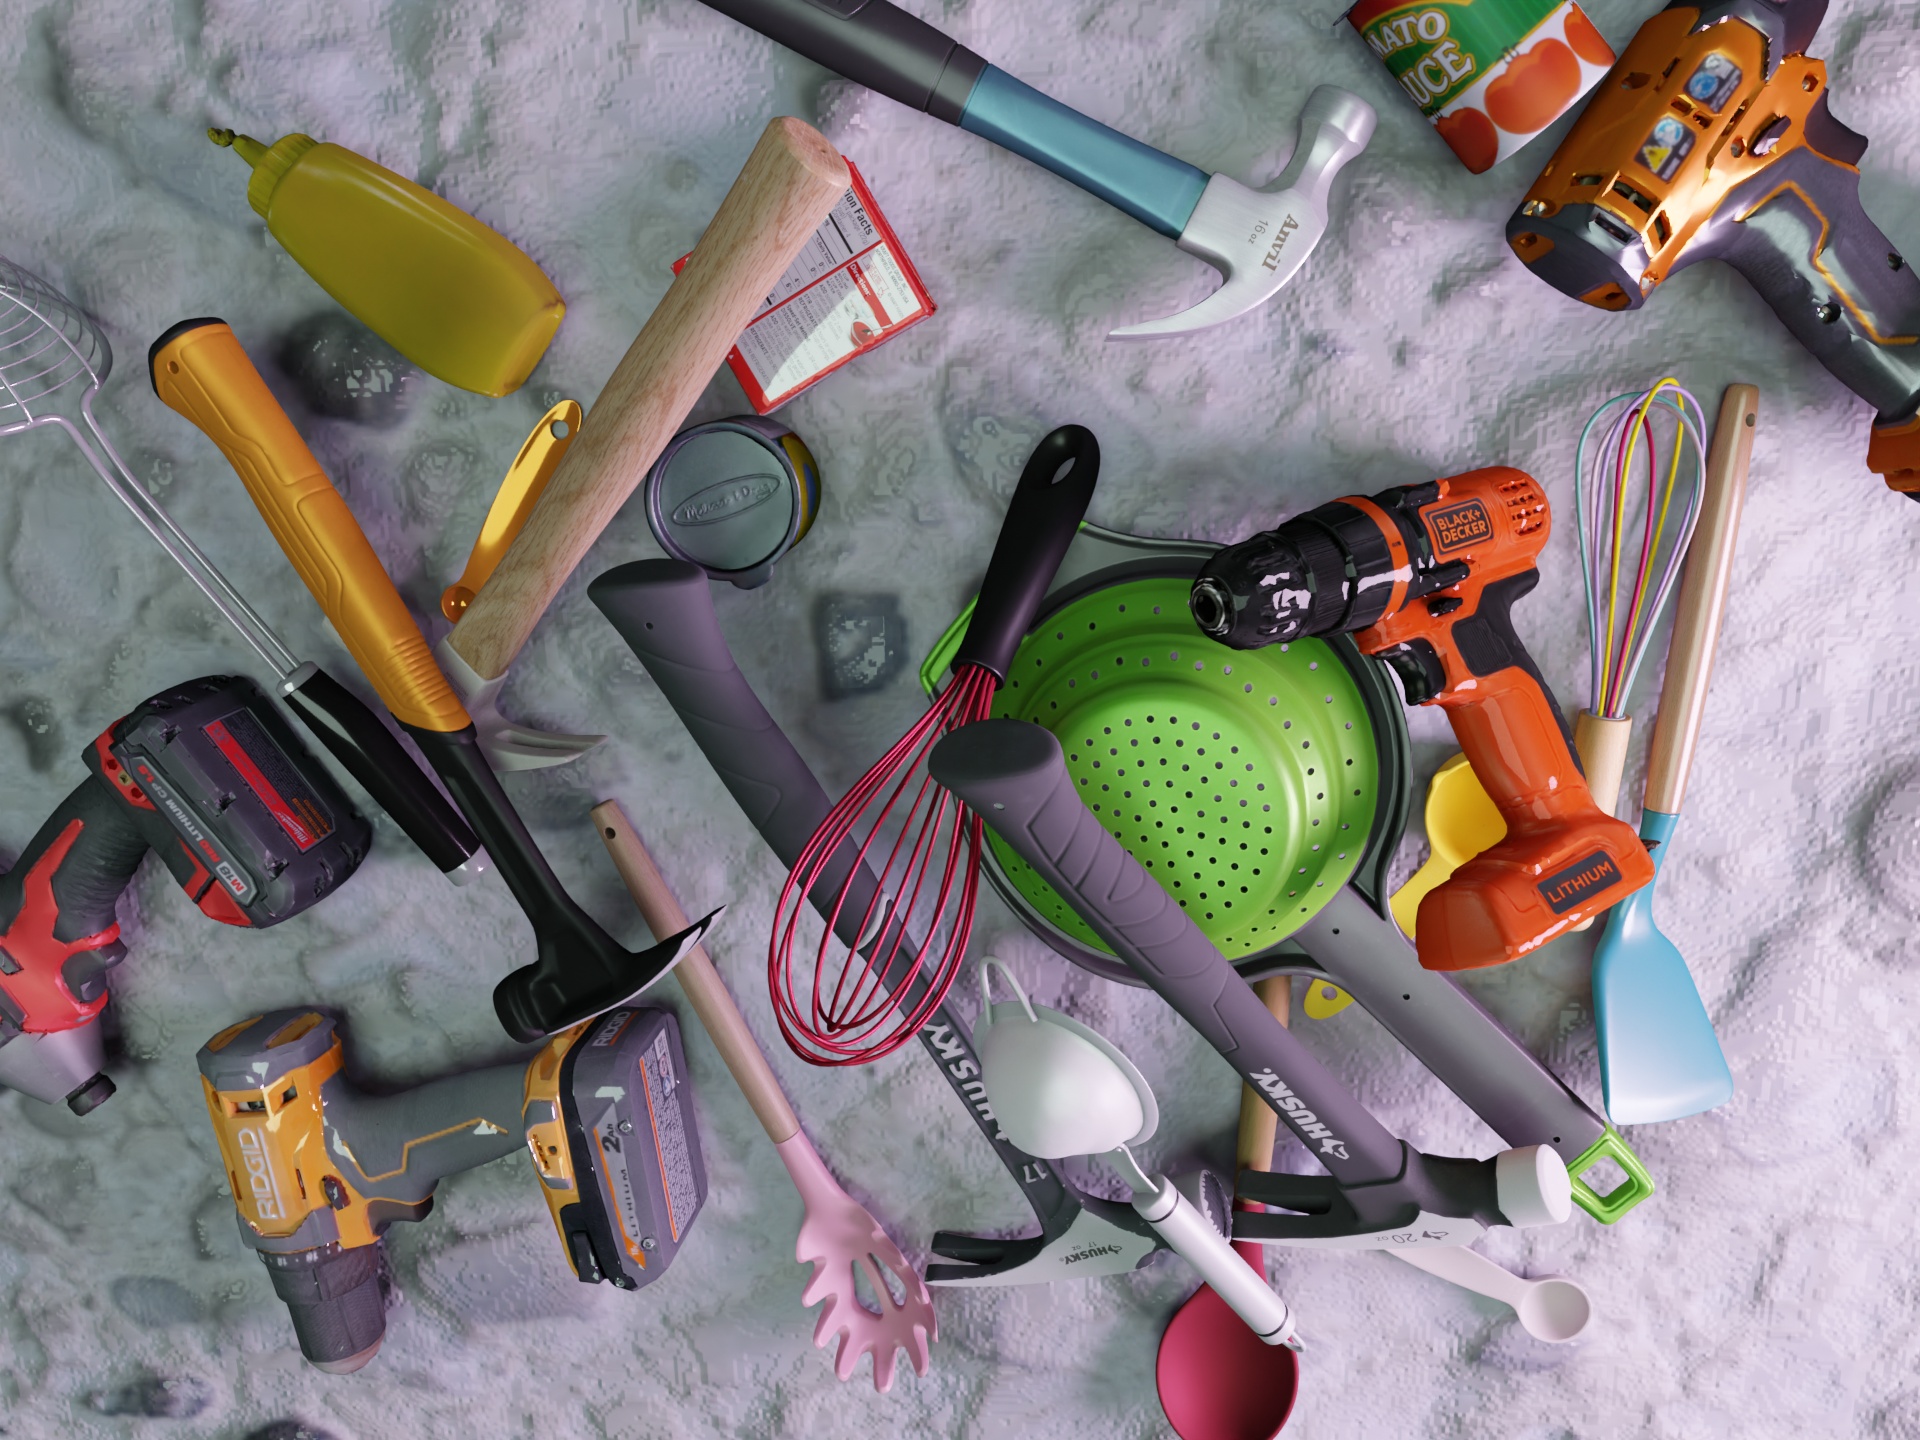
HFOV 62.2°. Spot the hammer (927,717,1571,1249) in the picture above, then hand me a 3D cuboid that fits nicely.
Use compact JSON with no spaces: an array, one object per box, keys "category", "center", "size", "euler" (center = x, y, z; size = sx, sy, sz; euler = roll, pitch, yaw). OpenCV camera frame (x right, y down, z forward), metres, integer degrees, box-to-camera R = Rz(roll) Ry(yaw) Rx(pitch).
[{"category":"hammer","center":[0.100,0.116,0.630],"size":[0.146,0.035,0.334],"euler":[-21,125,36]}]

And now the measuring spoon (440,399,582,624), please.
[{"category":"measuring spoon","center":[-0.201,-0.094,0.719],"size":[0.021,0.011,0.117],"euler":[32,100,-3]}]

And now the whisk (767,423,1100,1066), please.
[{"category":"whisk","center":[-0.001,-0.002,0.629],"size":[0.073,0.073,0.296],"euler":[24,66,-2]}]

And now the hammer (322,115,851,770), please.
[{"category":"hammer","center":[-0.145,-0.097,0.641],"size":[0.130,0.031,0.331],"euler":[45,122,2]}]

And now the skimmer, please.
[{"category":"skimmer","center":[-0.353,-0.056,0.708],"size":[0.090,0.127,0.363],"euler":[-22,114,33]}]

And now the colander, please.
[{"category":"colander","center":[0.146,0.086,0.669],"size":[0.397,0.094,0.204],"euler":[43,107,0]}]

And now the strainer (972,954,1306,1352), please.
[{"category":"strainer","center":[0.079,0.201,0.679],"size":[0.087,0.050,0.258],"euler":[-15,124,46]}]

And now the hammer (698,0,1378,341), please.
[{"category":"hammer","center":[-0.006,-0.262,0.646],"size":[0.331,0.033,0.128],"euler":[27,98,-1]}]

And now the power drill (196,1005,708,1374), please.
[{"category":"power drill","center":[-0.242,0.228,0.766],"size":[0.226,0.084,0.185],"euler":[-5,104,10]}]

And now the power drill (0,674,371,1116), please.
[{"category":"power drill","center":[-0.396,0.089,0.745],"size":[0.219,0.078,0.143],"euler":[-33,99,14]}]

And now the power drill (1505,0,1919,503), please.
[{"category":"power drill","center":[0.350,-0.196,0.613],"size":[0.226,0.084,0.164],"euler":[33,96,0]}]

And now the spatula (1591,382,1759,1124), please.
[{"category":"spatula","center":[0.318,0.016,0.687],"size":[0.082,0.044,0.317],"euler":[-1,103,-27]}]

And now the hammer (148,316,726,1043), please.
[{"category":"hammer","center":[-0.232,-0.022,0.673],"size":[0.127,0.034,0.337],"euler":[-28,96,32]}]

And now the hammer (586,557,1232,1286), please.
[{"category":"hammer","center":[-0.034,0.103,0.690],"size":[0.149,0.036,0.408],"euler":[-23,114,21]}]

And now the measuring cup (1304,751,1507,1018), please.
[{"category":"measuring cup","center":[0.208,0.076,0.723],"size":[0.062,0.029,0.156],"euler":[37,112,1]}]

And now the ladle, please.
[{"category":"ladle","center":[0.139,0.203,0.756],"size":[0.069,0.031,0.315],"euler":[6,102,10]}]

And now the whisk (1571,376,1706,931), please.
[{"category":"whisk","center":[0.277,-0.023,0.682],"size":[0.051,0.047,0.245],"euler":[8,108,14]}]

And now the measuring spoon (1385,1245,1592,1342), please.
[{"category":"measuring spoon","center":[0.245,0.262,0.771],"size":[0.124,0.018,0.034],"euler":[25,105,5]}]

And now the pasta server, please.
[{"category":"pasta server","center":[-0.097,0.179,0.762],"size":[0.060,0.040,0.316],"euler":[-26,99,9]}]
